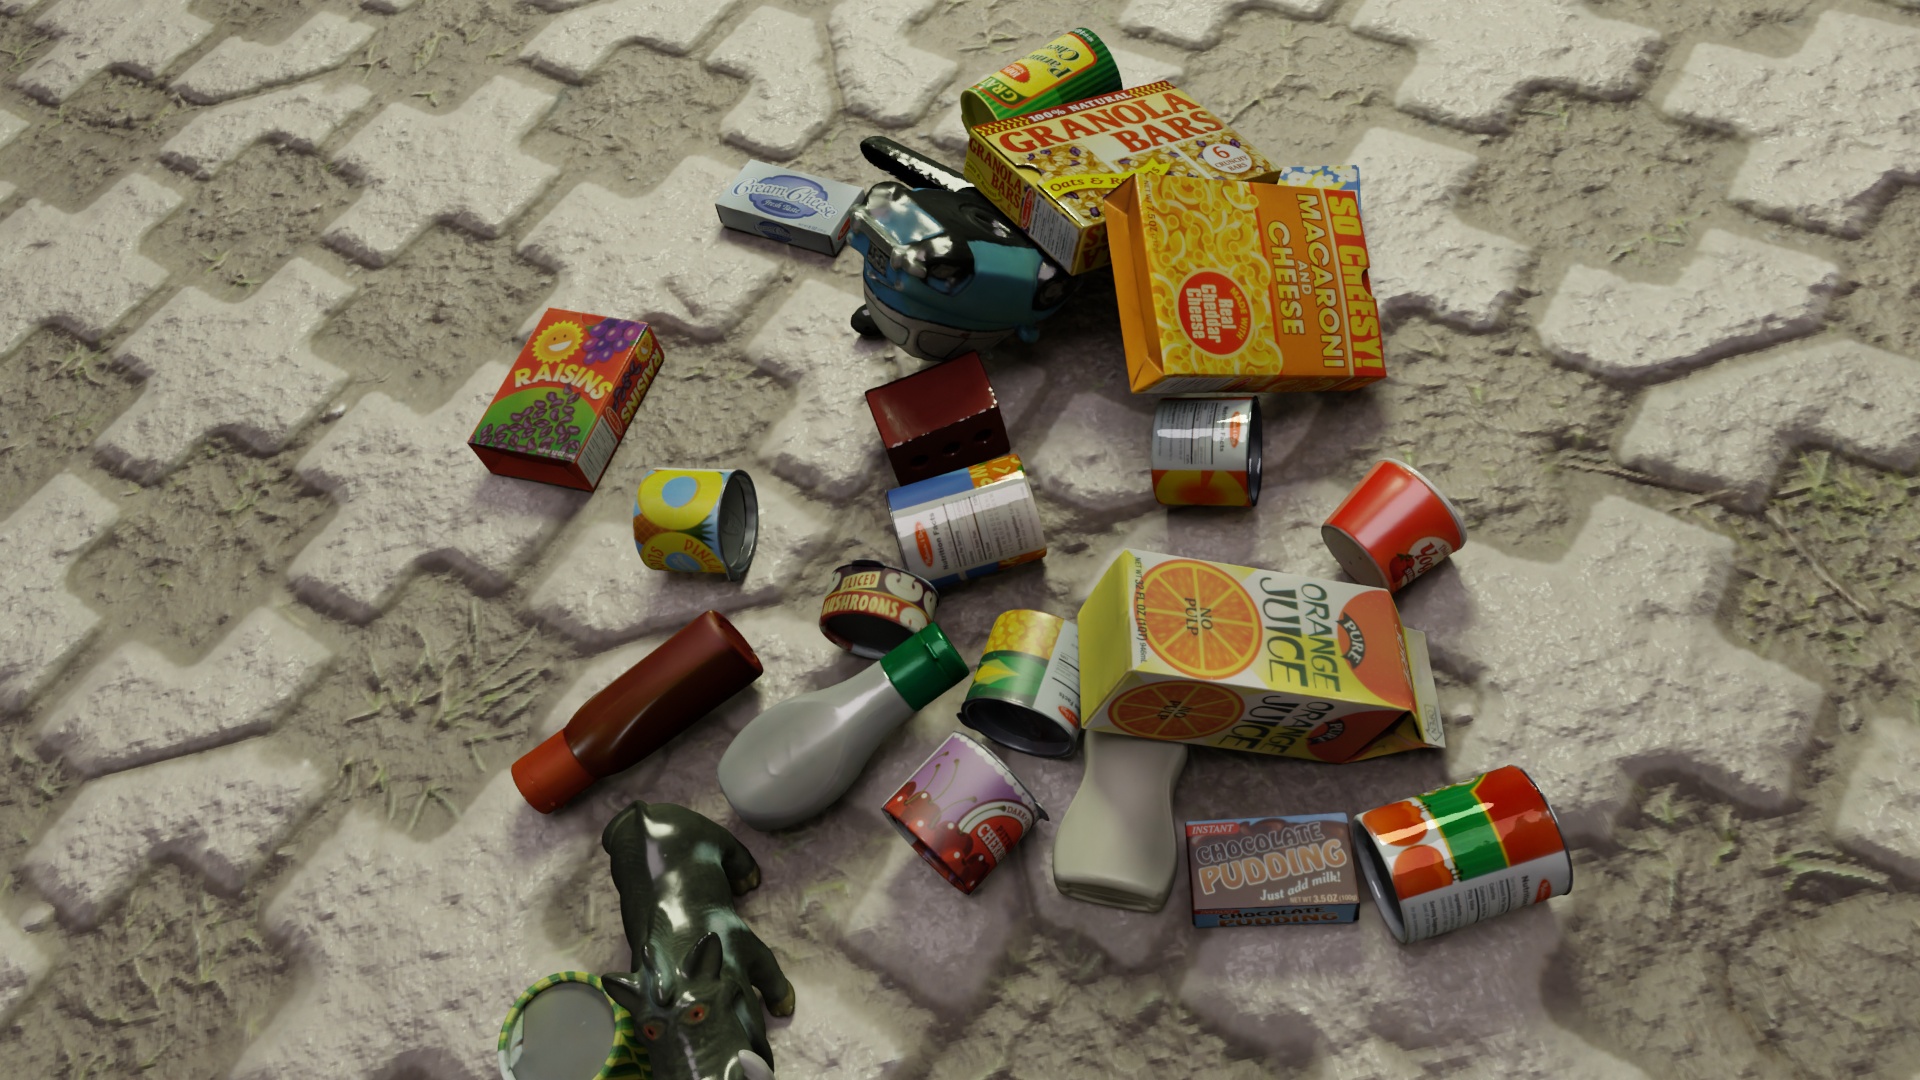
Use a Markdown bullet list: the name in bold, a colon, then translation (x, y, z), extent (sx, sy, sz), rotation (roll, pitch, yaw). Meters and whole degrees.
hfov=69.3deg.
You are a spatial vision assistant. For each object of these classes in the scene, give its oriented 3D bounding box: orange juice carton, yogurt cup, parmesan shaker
- **orange juice carton**: translation (0.164, 0.065, 0.731), extent (0.193, 0.072, 0.072), rotation (9, 56, -12)
- **yogurt cup**: translation (0.243, -0.005, 0.789), extent (0.054, 0.072, 0.072), rotation (-40, 59, -5)
- **parmesan shaker**: translation (0.059, -0.328, 1.030), extent (0.103, 0.071, 0.071), rotation (-33, 58, -11)

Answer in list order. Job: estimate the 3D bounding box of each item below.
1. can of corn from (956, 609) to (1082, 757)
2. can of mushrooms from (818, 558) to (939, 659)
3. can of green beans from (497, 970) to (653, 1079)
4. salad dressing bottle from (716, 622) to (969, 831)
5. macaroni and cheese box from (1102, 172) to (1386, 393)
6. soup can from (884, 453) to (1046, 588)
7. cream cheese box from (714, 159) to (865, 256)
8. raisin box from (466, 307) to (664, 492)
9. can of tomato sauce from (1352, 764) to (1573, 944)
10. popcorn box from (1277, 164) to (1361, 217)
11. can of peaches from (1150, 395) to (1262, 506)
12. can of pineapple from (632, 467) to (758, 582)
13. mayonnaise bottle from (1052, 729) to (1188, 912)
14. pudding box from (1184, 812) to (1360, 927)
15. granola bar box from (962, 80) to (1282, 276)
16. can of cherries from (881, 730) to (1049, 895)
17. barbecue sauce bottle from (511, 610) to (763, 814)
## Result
- **can of corn**: translation (0.039, 0.079, 0.772), extent (0.071, 0.071, 0.058), rotation (13, 60, 18)
- **can of mushrooms**: translation (-0.048, 0.041, 0.809), extent (0.071, 0.070, 0.033), rotation (6, 61, 14)
- **can of green beans**: translation (-0.192, 0.258, 0.705), extent (0.071, 0.057, 0.071), rotation (-5, 57, 8)
- **salad dressing bottle**: translation (-0.064, 0.102, 0.773), extent (0.147, 0.044, 0.064), rotation (-35, 71, 0)
- **macaroni and cheese box**: translation (0.174, -0.152, 0.839), extent (0.167, 0.040, 0.124), rotation (-3, 81, -26)
- **soup can**: translation (0.003, -0.011, 0.838), extent (0.084, 0.071, 0.071), rotation (-16, 56, -1)
- **cream cheese box**: translation (-0.126, -0.250, 1.040), extent (0.104, 0.024, 0.053), rotation (19, 62, 21)
- **raisin box**: translation (-0.271, -0.100, 0.962), extent (0.086, 0.040, 0.124), rotation (10, 60, 18)
- **can of tomato sauce**: translation (0.244, 0.153, 0.685), extent (0.083, 0.071, 0.071), rotation (-18, 56, 0)
- **popcorn box**: translation (0.207, -0.211, 0.942), extent (0.127, 0.038, 0.085), rotation (1, 59, 11)
- **can of peaches**: translation (0.149, -0.052, 0.835), extent (0.058, 0.071, 0.071), rotation (1, 58, 18)
- **can of pineapple**: translation (-0.165, -0.011, 0.868), extent (0.058, 0.070, 0.071), rotation (2, 58, 13)
- **mayonnaise bottle**: translation (0.093, 0.121, 0.750), extent (0.065, 0.041, 0.149), rotation (8, 58, 13)
- **pudding box**: translation (0.159, 0.169, 0.712), extent (0.084, 0.030, 0.050), rotation (-4, 56, 8)
- **granola bar box**: translation (0.105, -0.240, 0.903), extent (0.166, 0.038, 0.124), rotation (-22, 54, -27)
- **can of cherries**: translation (0.002, 0.145, 0.735), extent (0.071, 0.071, 0.058), rotation (37, 71, 28)
- **barbecue sauce bottle**: translation (-0.189, 0.101, 0.805), extent (0.148, 0.064, 0.044), rotation (-36, 66, -2)
